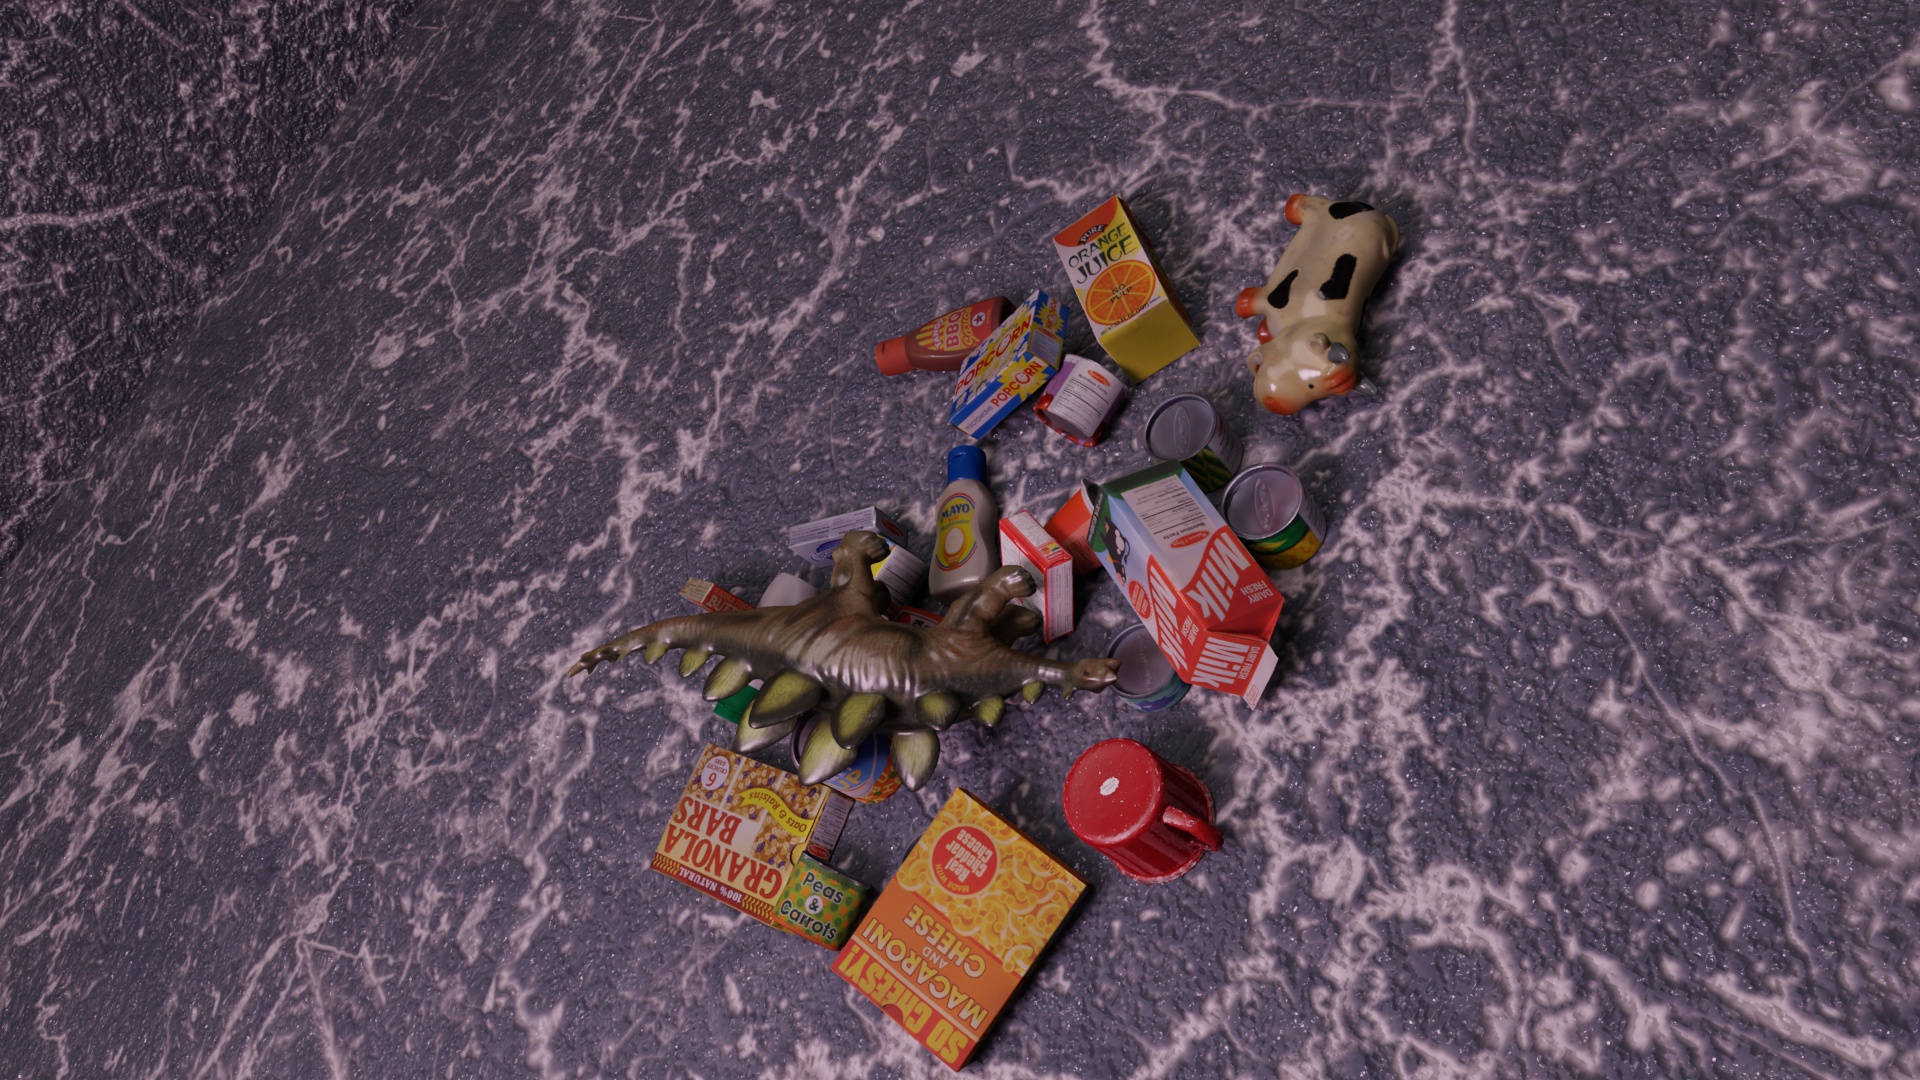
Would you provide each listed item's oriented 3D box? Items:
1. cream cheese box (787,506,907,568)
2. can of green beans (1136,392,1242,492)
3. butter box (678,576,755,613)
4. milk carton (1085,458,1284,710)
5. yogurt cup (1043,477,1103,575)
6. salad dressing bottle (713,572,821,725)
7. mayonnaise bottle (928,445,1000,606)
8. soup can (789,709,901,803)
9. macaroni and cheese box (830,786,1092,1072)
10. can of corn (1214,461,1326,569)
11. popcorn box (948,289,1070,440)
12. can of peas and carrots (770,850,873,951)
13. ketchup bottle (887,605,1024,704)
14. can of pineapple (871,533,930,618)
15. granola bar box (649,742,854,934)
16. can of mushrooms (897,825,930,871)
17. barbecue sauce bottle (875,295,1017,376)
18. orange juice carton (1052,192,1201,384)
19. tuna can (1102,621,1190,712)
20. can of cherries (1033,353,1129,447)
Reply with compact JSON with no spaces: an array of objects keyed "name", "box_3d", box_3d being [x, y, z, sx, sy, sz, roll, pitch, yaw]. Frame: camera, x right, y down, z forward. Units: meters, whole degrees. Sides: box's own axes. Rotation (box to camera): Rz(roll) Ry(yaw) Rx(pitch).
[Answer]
[{"name":"cream cheese box","box_3d":[-0.108,-0.003,1.320,0.103,0.053,0.024,-13,59,30]},{"name":"can of green beans","box_3d":[0.192,-0.080,1.149,0.071,0.057,0.071,-17,55,27]},{"name":"butter box","box_3d":[-0.235,0.060,1.346,0.024,0.053,0.103,-60,21,-10]},{"name":"milk carton","box_3d":[0.177,0.036,1.050,0.074,0.072,0.191,-19,56,-20]},{"name":"yogurt cup","box_3d":[0.107,-0.007,1.163,0.053,0.072,0.073,-39,47,21]},{"name":"salad dressing bottle","box_3d":[-0.184,0.104,1.316,0.064,0.044,0.148,16,75,46]},{"name":"mayonnaise bottle","box_3d":[0.004,-0.016,1.255,0.064,0.041,0.149,-18,55,29]},{"name":"soup can","box_3d":[-0.094,0.182,1.176,0.071,0.083,0.071,-18,55,27]},{"name":"macaroni and cheese box","box_3d":[0.000,0.289,1.043,0.124,0.040,0.166,34,85,18]},{"name":"can of corn","box_3d":[0.240,-0.018,1.076,0.071,0.058,0.071,-17,55,27]},{"name":"popcorn box","box_3d":[0.044,-0.160,1.277,0.126,0.038,0.085,-39,28,43]},{"name":"can of peas and carrots","box_3d":[-0.113,0.294,1.131,0.071,0.071,0.059,17,75,41]},{"name":"ketchup bottle","box_3d":[-0.005,0.103,1.189,0.149,0.043,0.065,16,73,40]},{"name":"can of pineapple","box_3d":[-0.070,0.033,1.262,0.071,0.071,0.058,26,80,42]},{"name":"granola bar box","box_3d":[-0.187,0.259,1.226,0.165,0.039,0.124,10,70,39]},{"name":"can of mushrooms","box_3d":[-0.012,0.262,1.103,0.071,0.033,0.071,-18,54,26]},{"name":"barbecue sauce bottle","box_3d":[-0.015,-0.196,1.377,0.148,0.043,0.065,-10,59,31]},{"name":"orange juice carton","box_3d":[0.145,-0.243,1.272,0.071,0.073,0.193,-31,49,17]},{"name":"tuna can","box_3d":[0.150,0.098,1.088,0.071,0.032,0.071,-17,55,27]},{"name":"can of cherries","box_3d":[0.107,-0.123,1.234,0.071,0.071,0.058,25,80,42]}]
